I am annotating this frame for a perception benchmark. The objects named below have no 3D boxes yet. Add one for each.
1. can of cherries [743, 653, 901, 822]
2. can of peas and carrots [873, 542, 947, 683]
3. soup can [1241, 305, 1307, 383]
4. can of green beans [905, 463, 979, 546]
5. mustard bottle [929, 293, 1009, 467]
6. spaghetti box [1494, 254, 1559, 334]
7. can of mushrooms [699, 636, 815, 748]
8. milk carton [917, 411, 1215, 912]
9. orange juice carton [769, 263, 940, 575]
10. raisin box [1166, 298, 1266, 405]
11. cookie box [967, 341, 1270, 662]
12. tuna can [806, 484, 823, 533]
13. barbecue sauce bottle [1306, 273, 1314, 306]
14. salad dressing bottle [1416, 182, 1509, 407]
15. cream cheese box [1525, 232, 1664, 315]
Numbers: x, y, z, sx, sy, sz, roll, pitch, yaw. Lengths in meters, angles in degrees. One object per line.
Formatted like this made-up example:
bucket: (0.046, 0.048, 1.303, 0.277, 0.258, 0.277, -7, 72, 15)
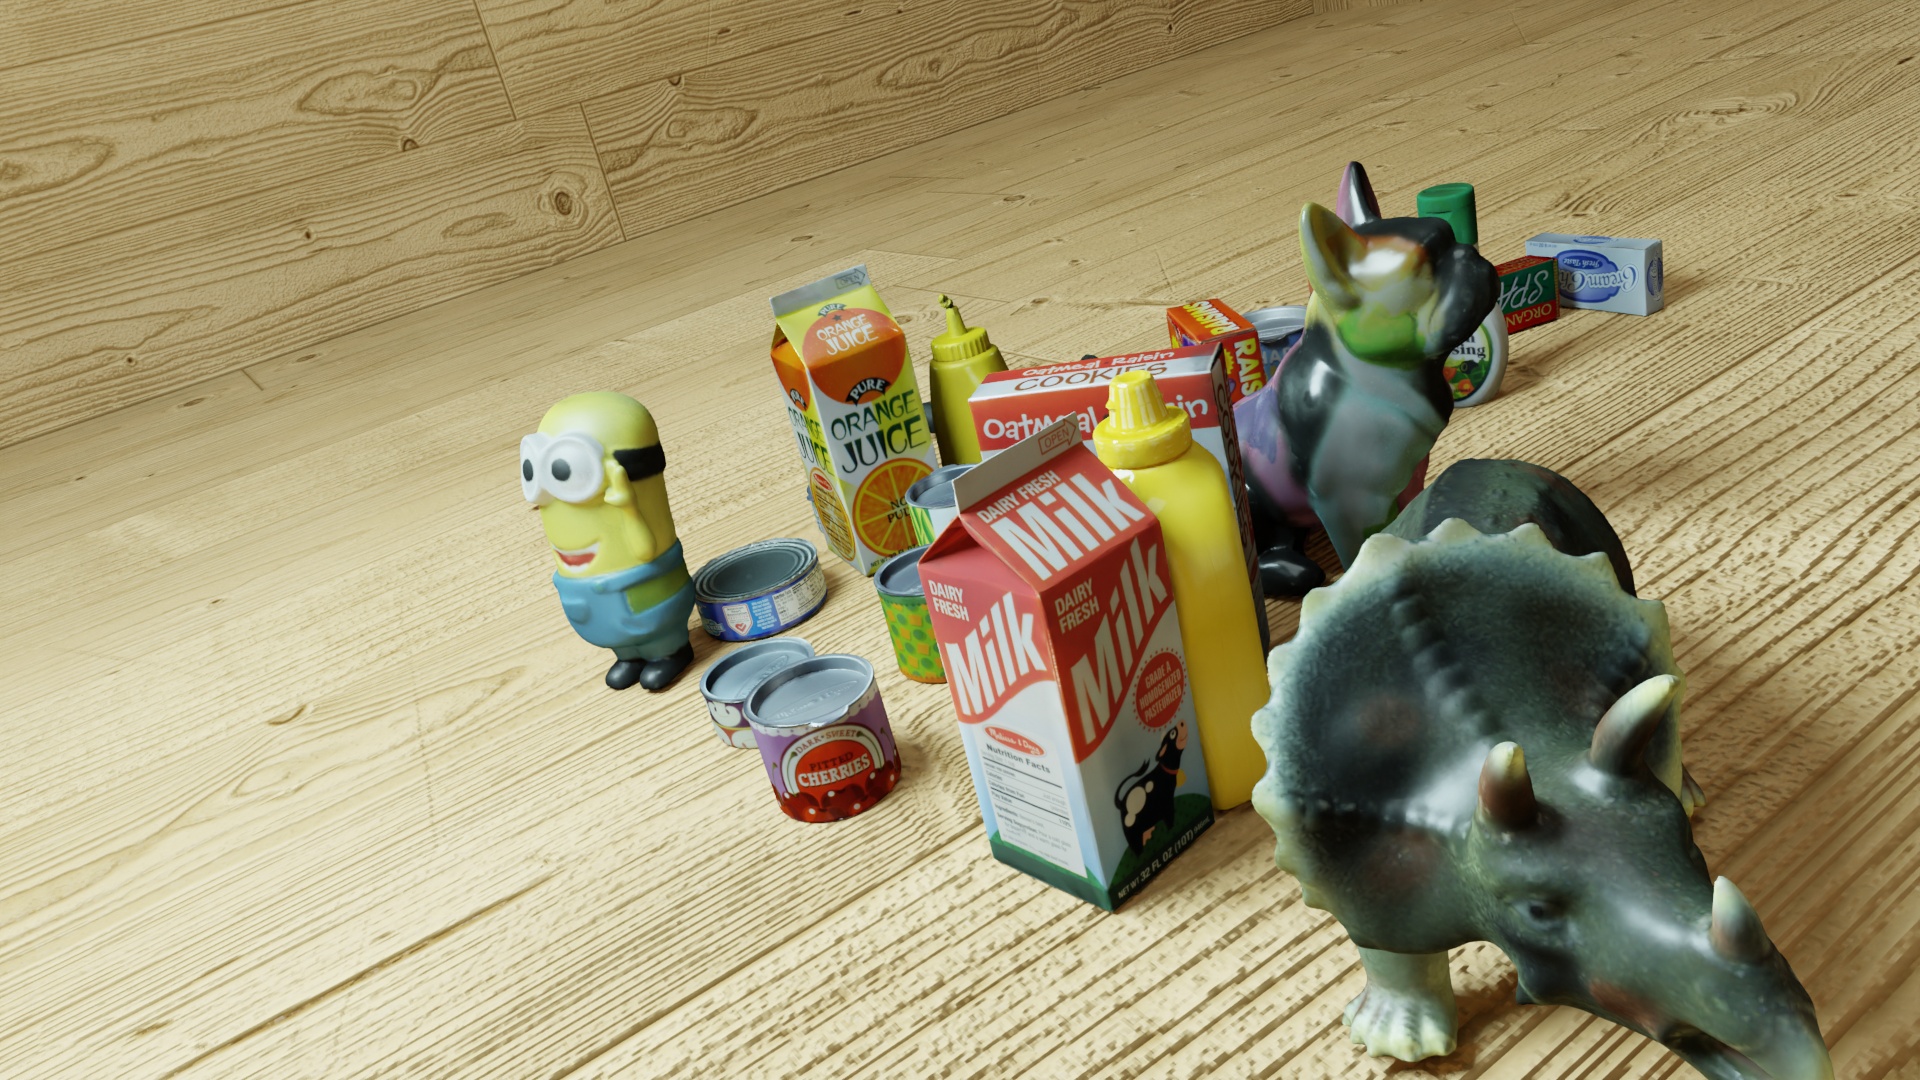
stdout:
can of cherries: (-0.067, 0.098, 0.687, 0.071, 0.058, 0.072, -12, 23, 5)
can of peas and carrots: (-0.008, 0.040, 0.785, 0.071, 0.058, 0.071, -12, 23, 5)
soup can: (0.220, -0.112, 0.967, 0.071, 0.083, 0.071, -12, 23, 5)
can of green beans: (0.003, -0.010, 0.893, 0.071, 0.057, 0.071, -12, 23, 5)
mustard bottle: (0.011, -0.093, 0.947, 0.065, 0.159, 0.049, -3, 25, 26)
spaghetti box: (0.336, -0.158, 1.047, 0.250, 0.050, 0.029, -18, 23, -9)
can of mushrooms: (-0.107, 0.084, 0.772, 0.071, 0.033, 0.071, -12, 23, 5)
milk carton: (0.042, 0.048, 0.572, 0.073, 0.189, 0.073, -31, 28, -34)
orange juice carton: (-0.070, -0.081, 0.925, 0.072, 0.192, 0.073, -23, 24, -20)
raisin box: (0.167, -0.084, 0.882, 0.040, 0.123, 0.086, -14, 23, 0)
cookie box: (0.083, -0.010, 0.707, 0.123, 0.166, 0.040, -5, 25, 21)
tuna can: (-0.079, -0.030, 1.017, 0.071, 0.032, 0.071, -12, 23, 5)
barbecue sauce bottle: (0.252, -0.130, 0.908, 0.043, 0.148, 0.065, -9, 23, 12)
salad dressing bottle: (0.334, -0.165, 0.941, 0.064, 0.147, 0.044, 4, 29, 37)
cream cheese box: (0.485, -0.205, 1.063, 0.024, 0.053, 0.104, -25, 25, -24)
